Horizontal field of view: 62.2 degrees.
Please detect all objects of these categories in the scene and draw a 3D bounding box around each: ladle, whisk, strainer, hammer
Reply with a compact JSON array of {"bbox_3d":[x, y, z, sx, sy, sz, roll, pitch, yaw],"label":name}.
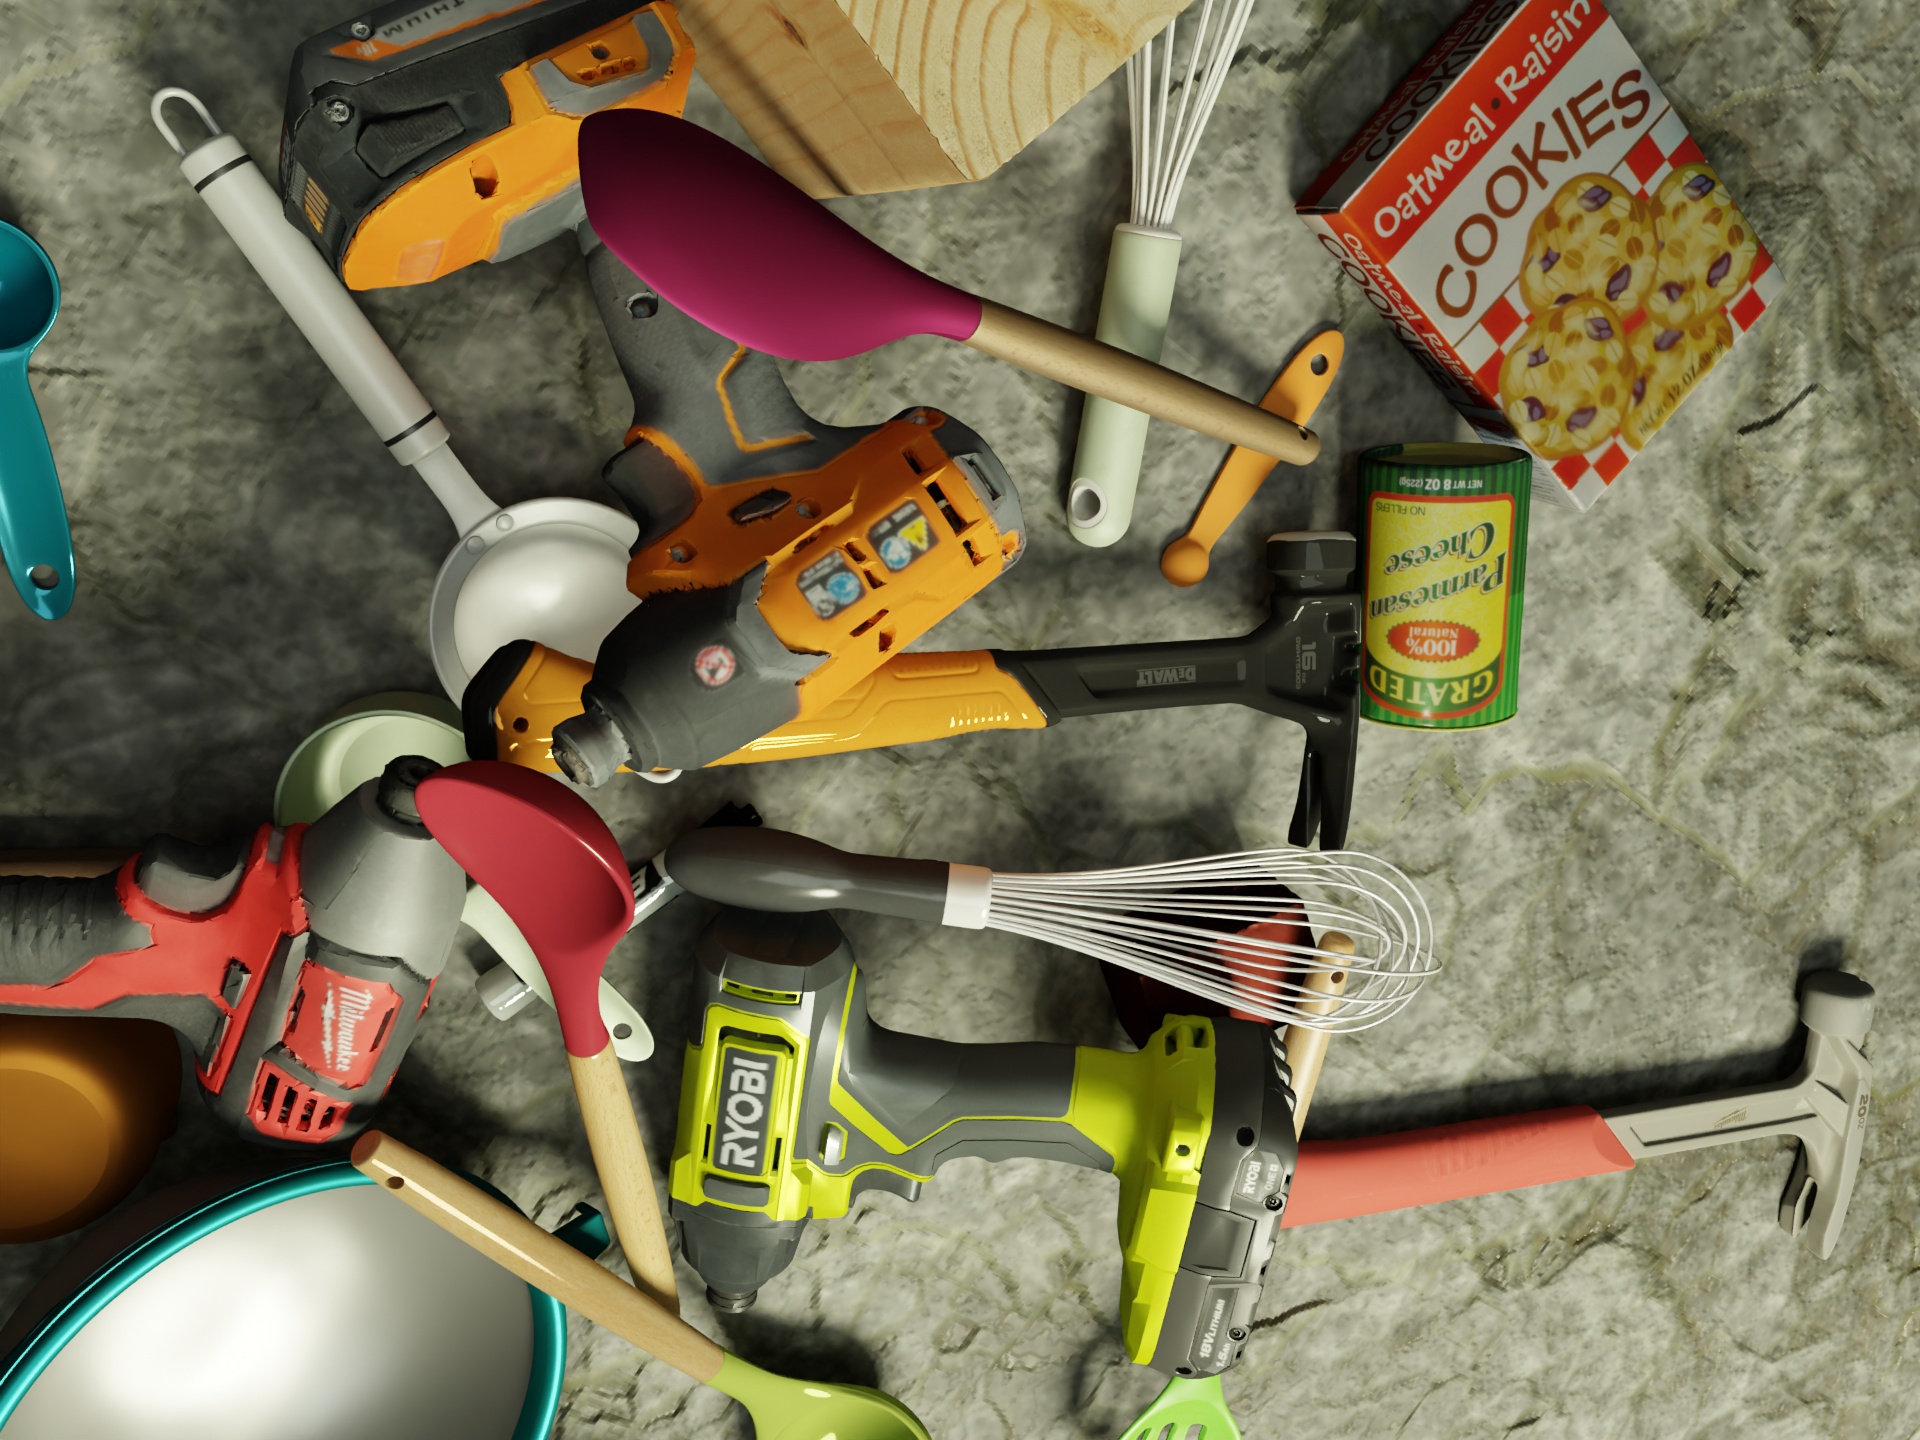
[{"bbox_3d":[-0.122,0.126,0.540,0.069,0.031,0.315,15,134,18],"label":"ladle"},{"bbox_3d":[-0.107,0.240,0.593,0.078,0.062,0.319,-34,128,5],"label":"ladle"},{"bbox_3d":[0.034,0.068,0.579,0.284,0.070,0.070,8,104,-2],"label":"whisk"},{"bbox_3d":[0.069,-0.182,0.566,0.059,0.058,0.246,-15,120,-50],"label":"whisk"},{"bbox_3d":[-0.290,0.212,0.507,0.340,0.095,0.211,31,81,-46],"label":"strainer"},{"bbox_3d":[-0.001,-0.002,0.565,0.336,0.034,0.127,-4,97,-24],"label":"hammer"},{"bbox_3d":[-0.170,-0.086,0.518,0.087,0.050,0.258,-38,113,-13],"label":"strainer"},{"bbox_3d":[0.273,0.209,0.748,0.359,0.037,0.149,-4,107,-16],"label":"hammer"}]

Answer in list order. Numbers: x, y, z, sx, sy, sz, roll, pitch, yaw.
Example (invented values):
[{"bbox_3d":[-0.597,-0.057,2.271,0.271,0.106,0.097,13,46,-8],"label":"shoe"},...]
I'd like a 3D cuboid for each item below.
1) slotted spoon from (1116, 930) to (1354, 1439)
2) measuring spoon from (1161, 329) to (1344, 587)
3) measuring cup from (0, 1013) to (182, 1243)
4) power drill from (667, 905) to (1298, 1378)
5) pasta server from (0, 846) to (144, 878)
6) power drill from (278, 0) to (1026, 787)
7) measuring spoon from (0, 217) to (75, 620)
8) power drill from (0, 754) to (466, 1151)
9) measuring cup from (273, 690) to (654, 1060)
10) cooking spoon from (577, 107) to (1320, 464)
[{"bbox_3d":[0.117,0.229,0.672,0.070,0.031,0.313,5,110,-19],"label":"slotted spoon"},{"bbox_3d":[0.116,-0.102,0.620,0.021,0.011,0.117,31,95,-23],"label":"measuring spoon"},{"bbox_3d":[-0.340,0.166,0.540,0.095,0.052,0.173,35,92,-23],"label":"measuring cup"},{"bbox_3d":[0.002,0.169,0.606,0.223,0.080,0.171,10,111,2],"label":"power drill"},{"bbox_3d":[-0.389,0.053,0.501,0.316,0.040,0.060,0,95,-18],"label":"pasta server"},{"bbox_3d":[-0.101,-0.099,0.474,0.164,0.084,0.226,-39,99,-26],"label":"power drill"},{"bbox_3d":[-0.296,-0.094,0.500,0.042,0.021,0.128,-5,116,-16],"label":"measuring spoon"},{"bbox_3d":[-0.263,0.048,0.476,0.219,0.079,0.143,19,116,-24],"label":"power drill"},{"bbox_3d":[-0.166,0.059,0.566,0.083,0.038,0.167,-38,113,4],"label":"measuring cup"},{"bbox_3d":[0.020,-0.122,0.507,0.318,0.017,0.069,8,64,-43],"label":"cooking spoon"}]
